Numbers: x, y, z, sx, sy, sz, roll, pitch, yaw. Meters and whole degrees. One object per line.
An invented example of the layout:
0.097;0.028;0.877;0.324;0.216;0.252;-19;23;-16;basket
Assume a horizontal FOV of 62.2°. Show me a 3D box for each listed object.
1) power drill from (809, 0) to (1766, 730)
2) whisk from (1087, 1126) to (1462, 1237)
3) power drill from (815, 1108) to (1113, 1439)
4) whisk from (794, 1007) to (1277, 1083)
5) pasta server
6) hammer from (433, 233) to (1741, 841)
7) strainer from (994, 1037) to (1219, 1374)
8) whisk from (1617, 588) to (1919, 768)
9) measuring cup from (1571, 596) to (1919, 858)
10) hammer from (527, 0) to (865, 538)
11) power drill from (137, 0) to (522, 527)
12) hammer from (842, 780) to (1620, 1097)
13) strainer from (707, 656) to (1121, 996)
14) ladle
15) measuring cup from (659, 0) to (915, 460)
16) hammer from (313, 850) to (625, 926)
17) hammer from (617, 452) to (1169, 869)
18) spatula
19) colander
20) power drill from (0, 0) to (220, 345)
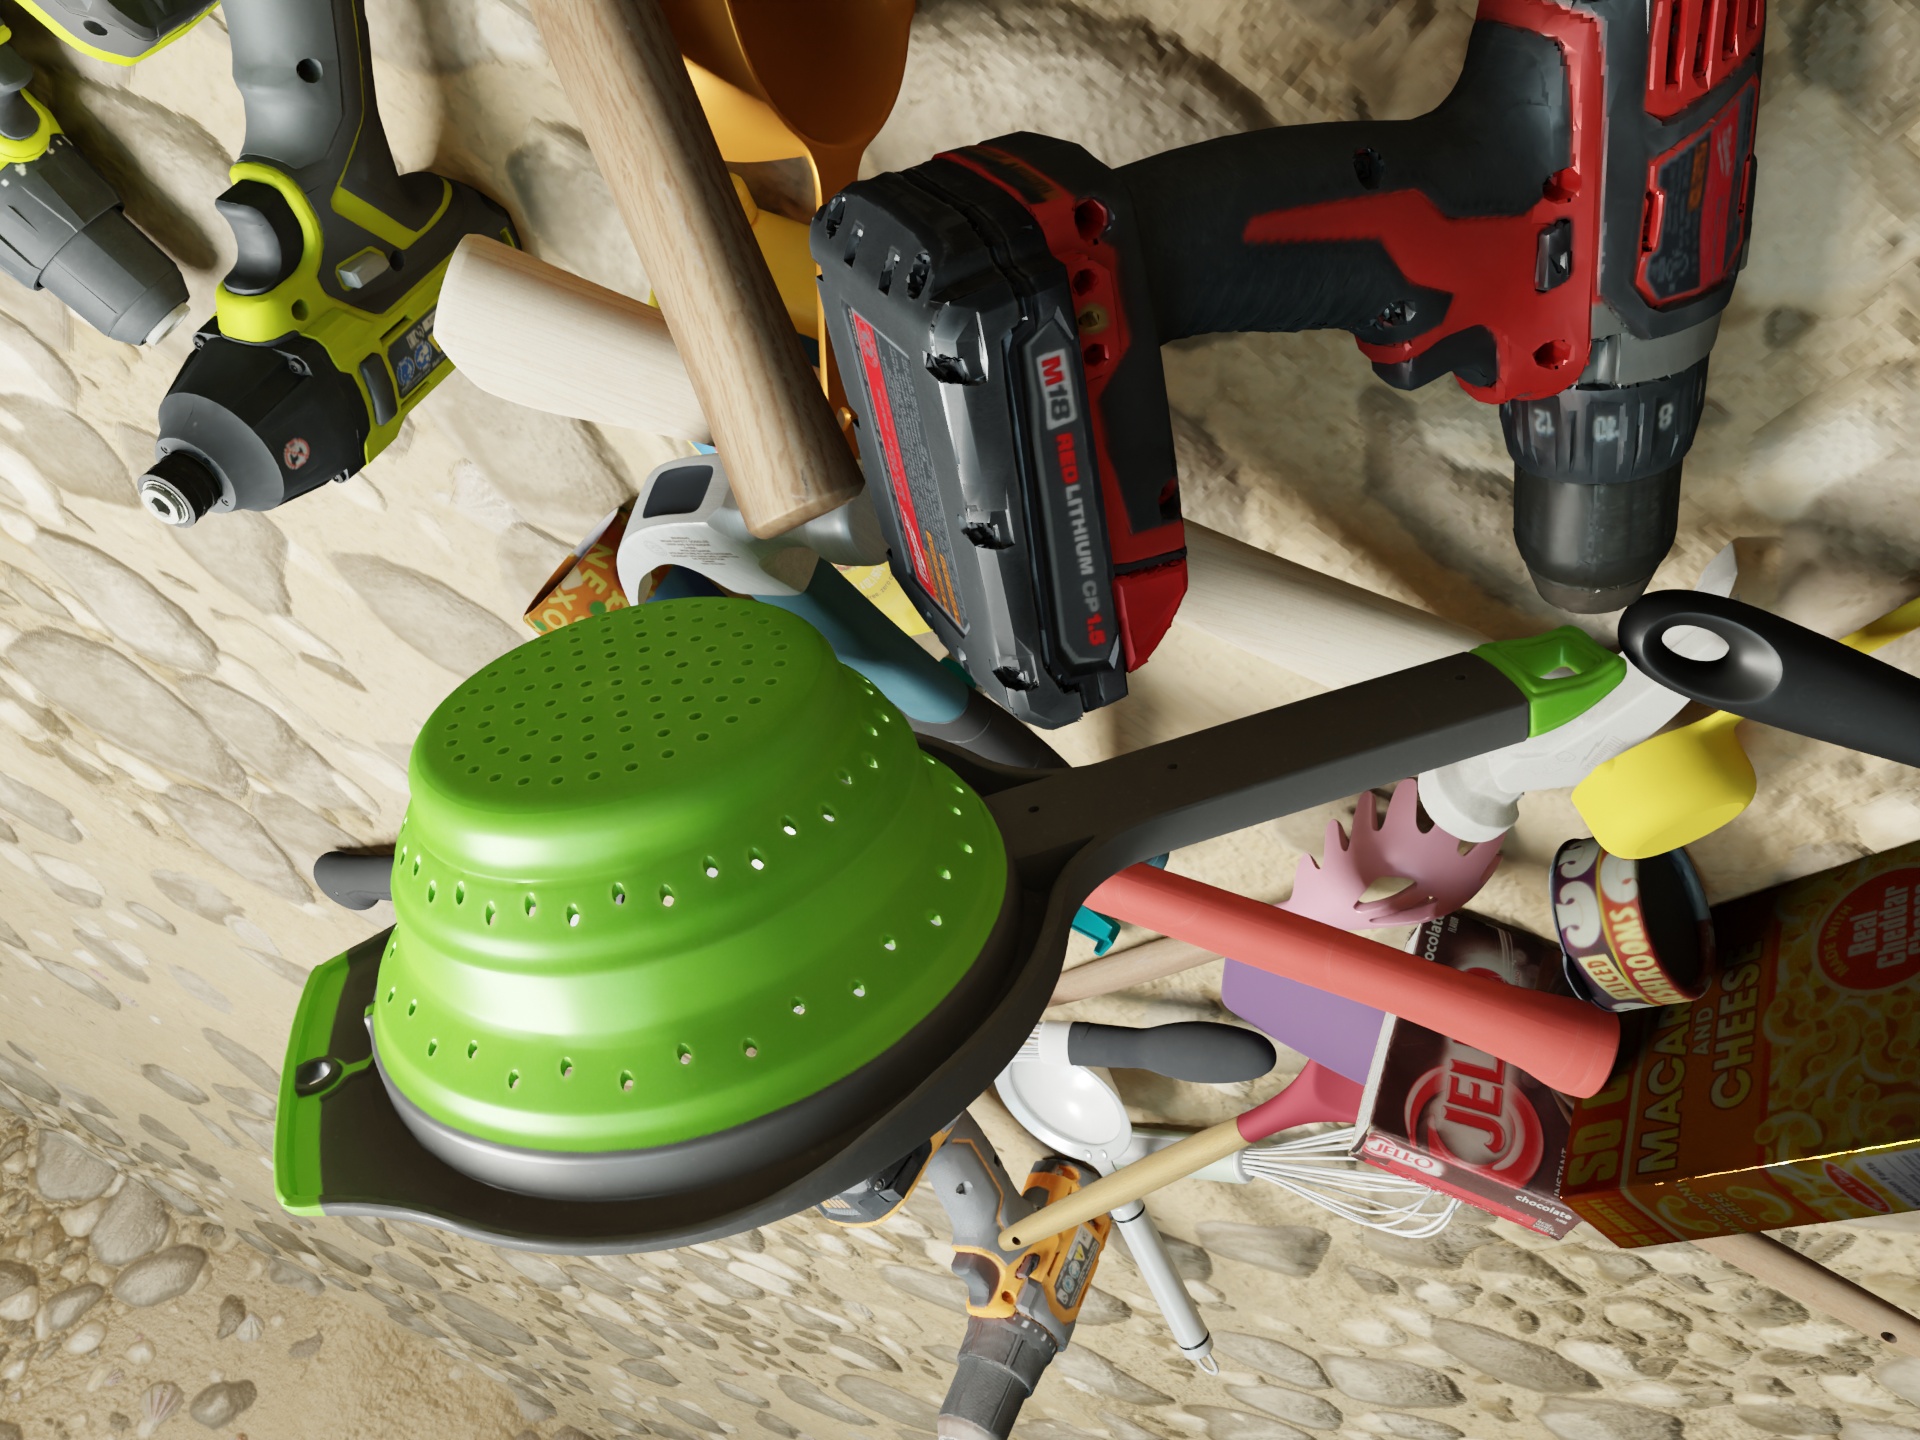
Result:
0.094;-0.080;0.391;0.080;0.226;0.187;51;160;51;power drill
0.162;0.242;0.869;0.246;0.058;0.059;-8;162;43;whisk
-0.008;0.302;0.932;0.084;0.185;0.226;-13;125;43;power drill
0.020;0.164;0.819;0.284;0.070;0.070;-1;136;23;whisk
0.118;0.097;0.738;0.060;0.040;0.316;38;146;-14;pasta server
0.039;-0.069;0.510;0.410;0.038;0.146;20;143;-10;hammer
0.090;0.265;0.895;0.087;0.050;0.258;-14;107;45;strainer
0.333;0.022;0.462;0.296;0.073;0.073;21;143;2;whisk
0.267;0.001;0.508;0.062;0.029;0.156;0;151;-36;measuring cup
-0.099;-0.203;0.383;0.130;0.031;0.331;-17;99;44;hammer
-0.217;-0.181;0.487;0.080;0.171;0.223;15;139;15;power drill
0.074;0.065;0.599;0.359;0.037;0.149;19;165;2;hammer
-0.105;0.073;0.785;0.340;0.095;0.210;-3;135;32;strainer
0.128;0.221;0.818;0.315;0.031;0.069;-37;86;35;ladle
-0.056;-0.158;0.446;0.052;0.095;0.173;7;110;29;measuring cup
-0.311;0.090;0.946;0.335;0.035;0.146;-5;129;48;hammer
-0.001;-0.002;0.590;0.128;0.033;0.330;6;160;34;hammer
0.247;0.176;0.683;0.316;0.018;0.059;27;131;32;spatula
-0.001;0.007;0.434;0.397;0.205;0.094;-17;121;-8;colander
-0.339;-0.243;0.564;0.190;0.080;0.228;44;143;-21;power drill
